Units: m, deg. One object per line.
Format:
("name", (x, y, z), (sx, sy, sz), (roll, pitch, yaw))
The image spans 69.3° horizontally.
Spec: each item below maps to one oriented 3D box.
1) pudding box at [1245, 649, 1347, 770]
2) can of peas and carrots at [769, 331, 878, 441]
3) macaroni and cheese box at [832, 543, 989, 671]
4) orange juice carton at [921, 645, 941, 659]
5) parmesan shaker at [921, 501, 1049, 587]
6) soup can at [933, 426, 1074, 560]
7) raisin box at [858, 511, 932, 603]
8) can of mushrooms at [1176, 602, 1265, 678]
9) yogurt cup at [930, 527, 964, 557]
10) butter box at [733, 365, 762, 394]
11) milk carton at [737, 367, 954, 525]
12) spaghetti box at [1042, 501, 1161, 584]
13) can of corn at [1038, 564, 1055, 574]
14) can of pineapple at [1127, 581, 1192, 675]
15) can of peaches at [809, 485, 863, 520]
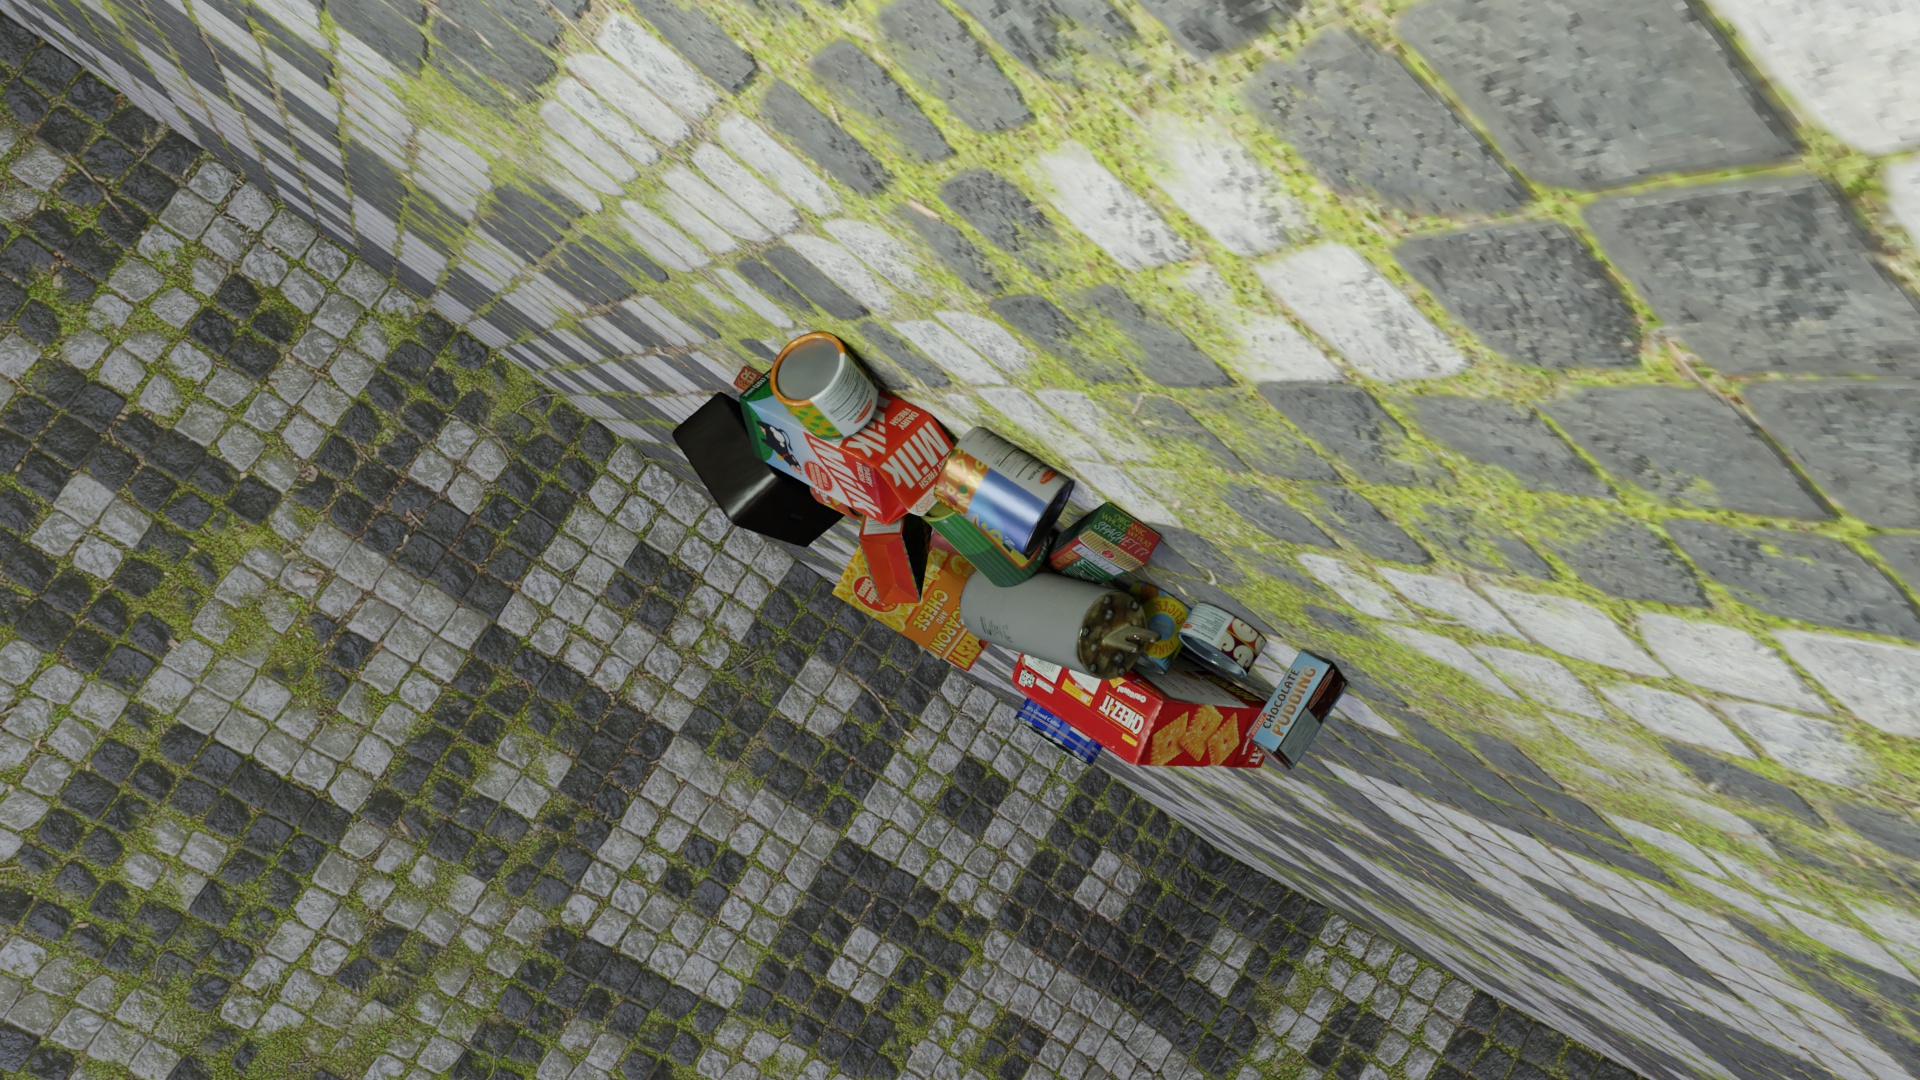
("pudding box", (0.263, 0.132, 1.083), (0.030, 0.084, 0.049), (29, 171, 40))
("can of peas and carrots", (-0.107, -0.120, 1.075), (0.071, 0.071, 0.058), (27, 169, 33))
("macaroni and cheese box", (-0.035, 0.052, 1.420), (0.166, 0.040, 0.123), (31, 137, -2))
("orange juice carton", (-0.041, 0.026, 1.504), (0.072, 0.073, 0.191), (33, 149, 55))
("parmesan shaker", (0.022, -0.017, 1.181), (0.103, 0.071, 0.071), (43, 167, -34))
("soup can", (0.030, -0.035, 1.033), (0.084, 0.071, 0.071), (32, 171, 12))
("raisin box", (-0.052, -0.019, 1.188), (0.040, 0.124, 0.085), (-4, 135, 11))
("can of mushrooms", (0.216, 0.083, 1.144), (0.071, 0.033, 0.071), (32, 171, 6))
("yogurt cup", (0.005, -0.016, 1.274), (0.054, 0.072, 0.072), (25, 172, -1))
("butter box", (-0.195, -0.142, 1.426), (0.053, 0.024, 0.103), (31, 172, 12))
("milk carton", (-0.084, -0.078, 1.136), (0.191, 0.073, 0.073), (27, 147, 27))
("spaghetti box", (0.108, 0.008, 1.135), (0.050, 0.029, 0.249), (33, 172, -1))
("can of corn", (0.056, 0.031, 1.352), (0.058, 0.071, 0.071), (33, 171, -2))
("can of pineapple", (0.166, 0.076, 1.211), (0.071, 0.058, 0.071), (32, 171, 6))
("can of peaches", (-0.116, -0.060, 1.449), (0.058, 0.071, 0.071), (25, 168, 39))
